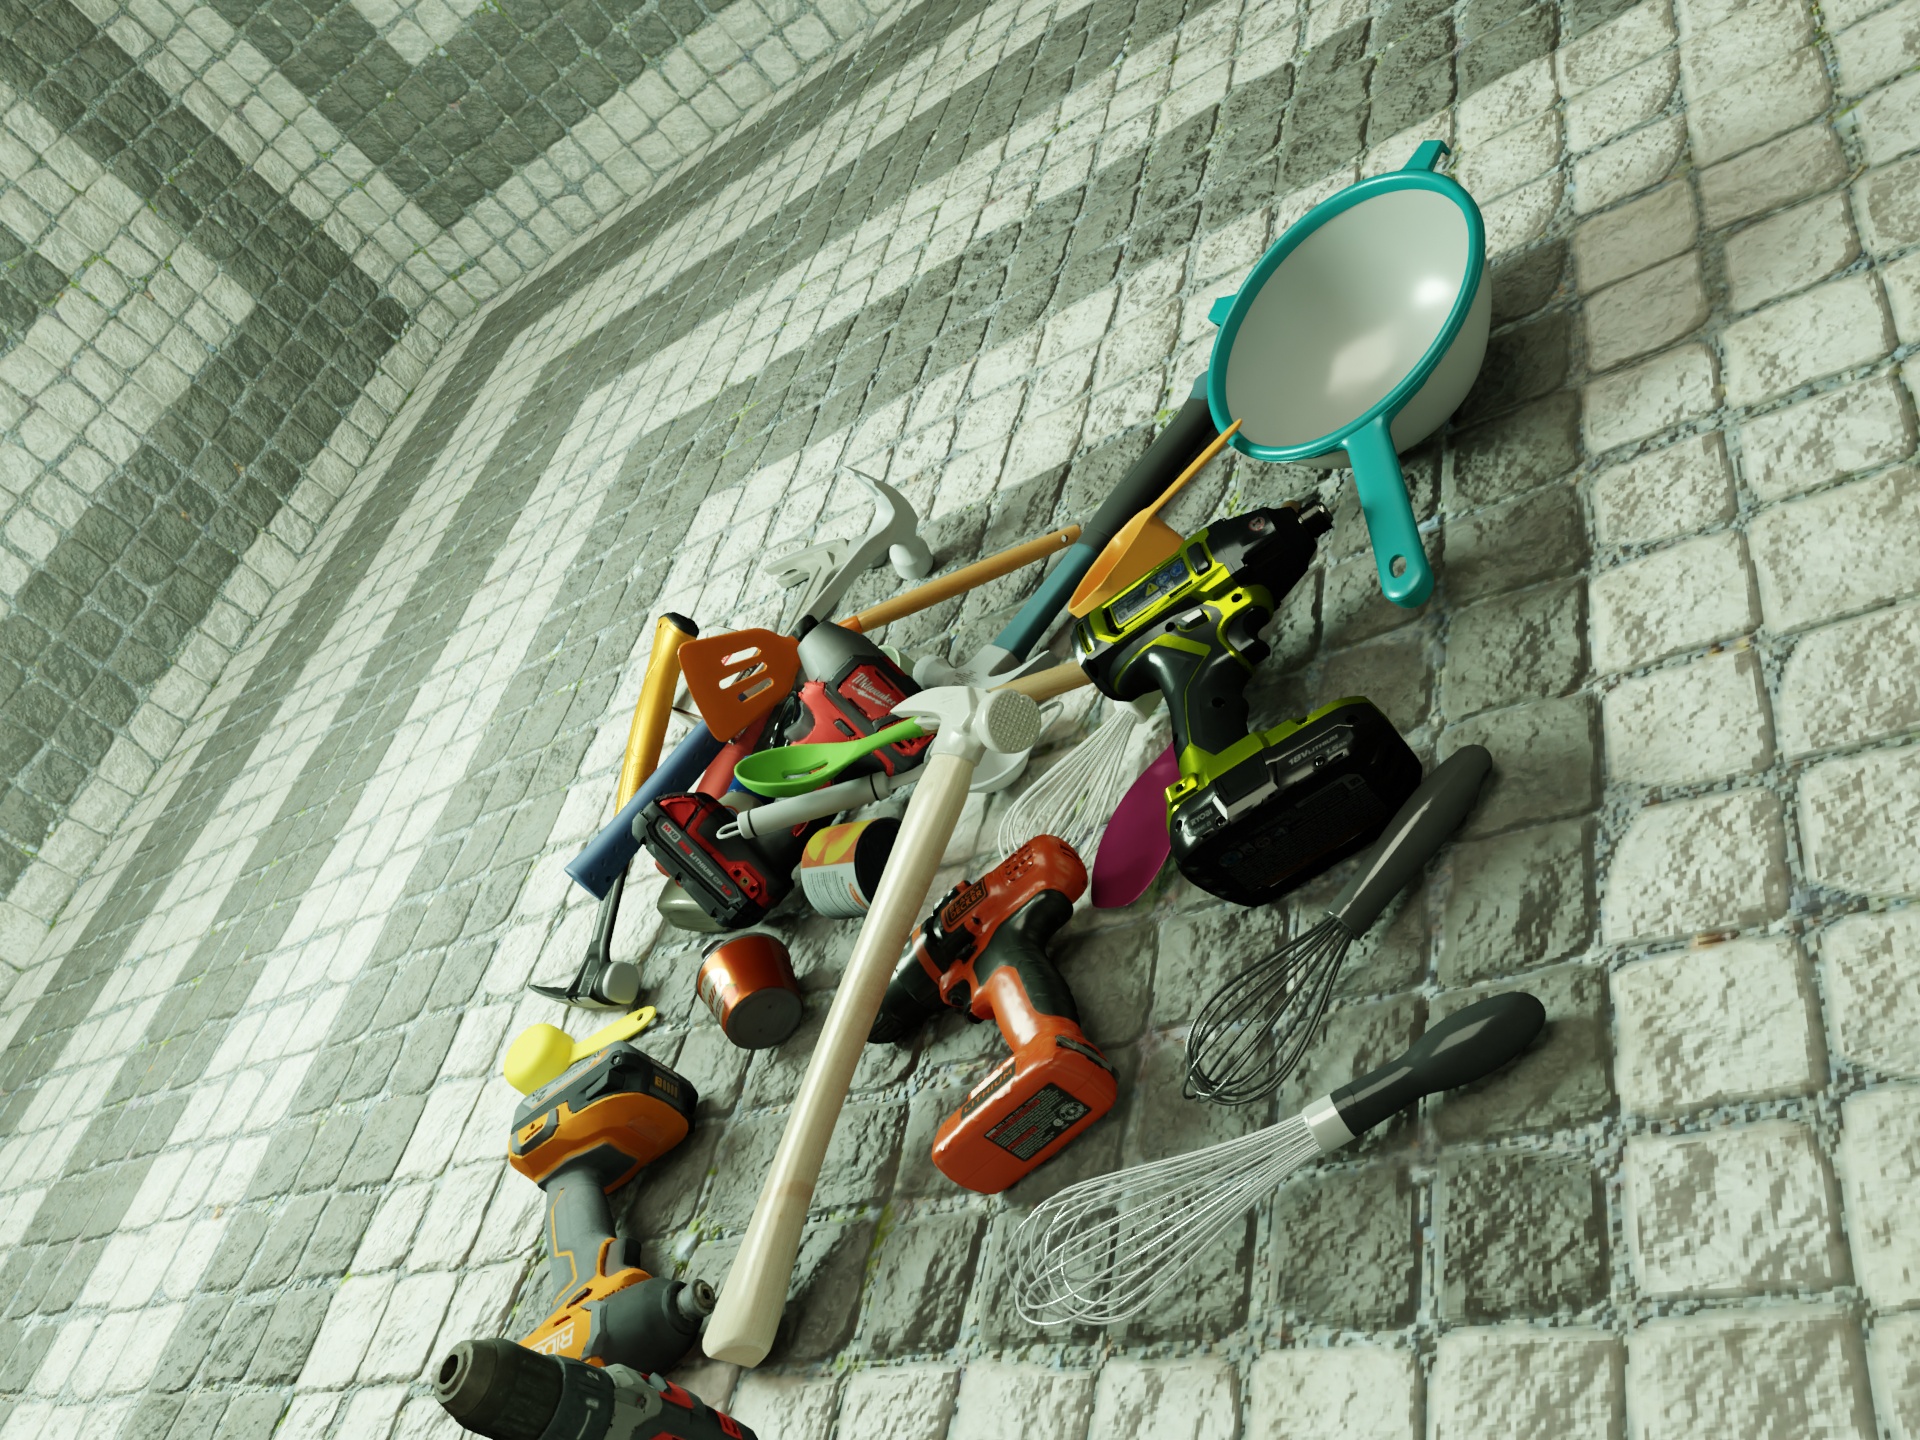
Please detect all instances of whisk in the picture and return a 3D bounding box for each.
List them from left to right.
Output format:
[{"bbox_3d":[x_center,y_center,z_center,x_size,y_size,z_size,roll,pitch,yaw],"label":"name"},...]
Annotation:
[{"bbox_3d":[0.105,0.001,1.020,0.059,0.057,0.246,29,73,22],"label":"whisk"},{"bbox_3d":[0.143,0.203,0.737,0.284,0.070,0.070,-33,33,12],"label":"whisk"},{"bbox_3d":[0.192,0.101,0.802,0.239,0.055,0.055,-48,31,-10],"label":"whisk"}]

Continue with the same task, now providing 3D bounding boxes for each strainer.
[{"bbox_3d":[-0.047,0.043,1.096,0.258,0.050,0.087,-16,35,7],"label":"strainer"},{"bbox_3d":[0.274,-0.194,1.010,0.211,0.095,0.341,-33,45,36],"label":"strainer"}]

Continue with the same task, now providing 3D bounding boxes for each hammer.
[{"bbox_3d":[-0.273,0.069,1.307,0.127,0.034,0.337,-13,60,47],"label":"hammer"},{"bbox_3d":[-0.167,-0.030,1.259,0.035,0.143,0.405,29,71,29],"label":"hammer"},{"bbox_3d":[-0.181,-0.016,1.384,0.149,0.036,0.359,-12,44,43],"label":"hammer"},{"bbox_3d":[-0.066,0.172,0.948,0.146,0.038,0.411,-1,66,63],"label":"hammer"},{"bbox_3d":[0.102,-0.136,1.184,0.331,0.033,0.128,-51,35,-11],"label":"hammer"}]

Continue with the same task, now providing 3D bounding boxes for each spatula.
[{"bbox_3d":[-0.054,-0.082,1.214,0.322,0.081,0.041,-23,7,-4],"label":"spatula"}]

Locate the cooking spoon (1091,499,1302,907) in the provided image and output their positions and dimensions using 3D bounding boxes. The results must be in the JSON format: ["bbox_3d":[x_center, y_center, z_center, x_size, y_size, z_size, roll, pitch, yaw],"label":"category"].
[{"bbox_3d":[0.157,-0.017,1.003,0.069,0.017,0.319,-13,44,55],"label":"cooking spoon"}]

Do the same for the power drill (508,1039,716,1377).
[{"bbox_3d":[-0.220,0.321,1.005,0.164,0.084,0.227,-33,38,19],"label":"power drill"}]

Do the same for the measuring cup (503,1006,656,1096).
[{"bbox_3d":[-0.295,0.244,1.225,0.156,0.029,0.062,-28,35,29],"label":"measuring cup"}]

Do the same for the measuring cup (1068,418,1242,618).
[{"bbox_3d":[0.145,-0.123,1.066,0.173,0.052,0.095,-47,9,25],"label":"measuring cup"}]

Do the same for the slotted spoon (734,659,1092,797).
[{"bbox_3d":[-0.002,-0.003,1.078,0.314,0.031,0.070,-18,20,6],"label":"slotted spoon"}]

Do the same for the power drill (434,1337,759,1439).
[{"bbox_3d":[-0.221,0.425,0.786,0.080,0.187,0.227,11,66,55],"label":"power drill"}]

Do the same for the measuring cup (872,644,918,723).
[{"bbox_3d":[-0.075,0.024,1.220,0.083,0.038,0.168,2,68,54],"label":"measuring cup"}]

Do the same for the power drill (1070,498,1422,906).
[{"bbox_3d":[0.164,-0.022,0.906,0.171,0.080,0.223,-34,42,19],"label":"power drill"}]

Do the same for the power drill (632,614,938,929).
[{"bbox_3d":[-0.125,0.034,1.156,0.219,0.143,0.078,-45,-5,0],"label":"power drill"}]
